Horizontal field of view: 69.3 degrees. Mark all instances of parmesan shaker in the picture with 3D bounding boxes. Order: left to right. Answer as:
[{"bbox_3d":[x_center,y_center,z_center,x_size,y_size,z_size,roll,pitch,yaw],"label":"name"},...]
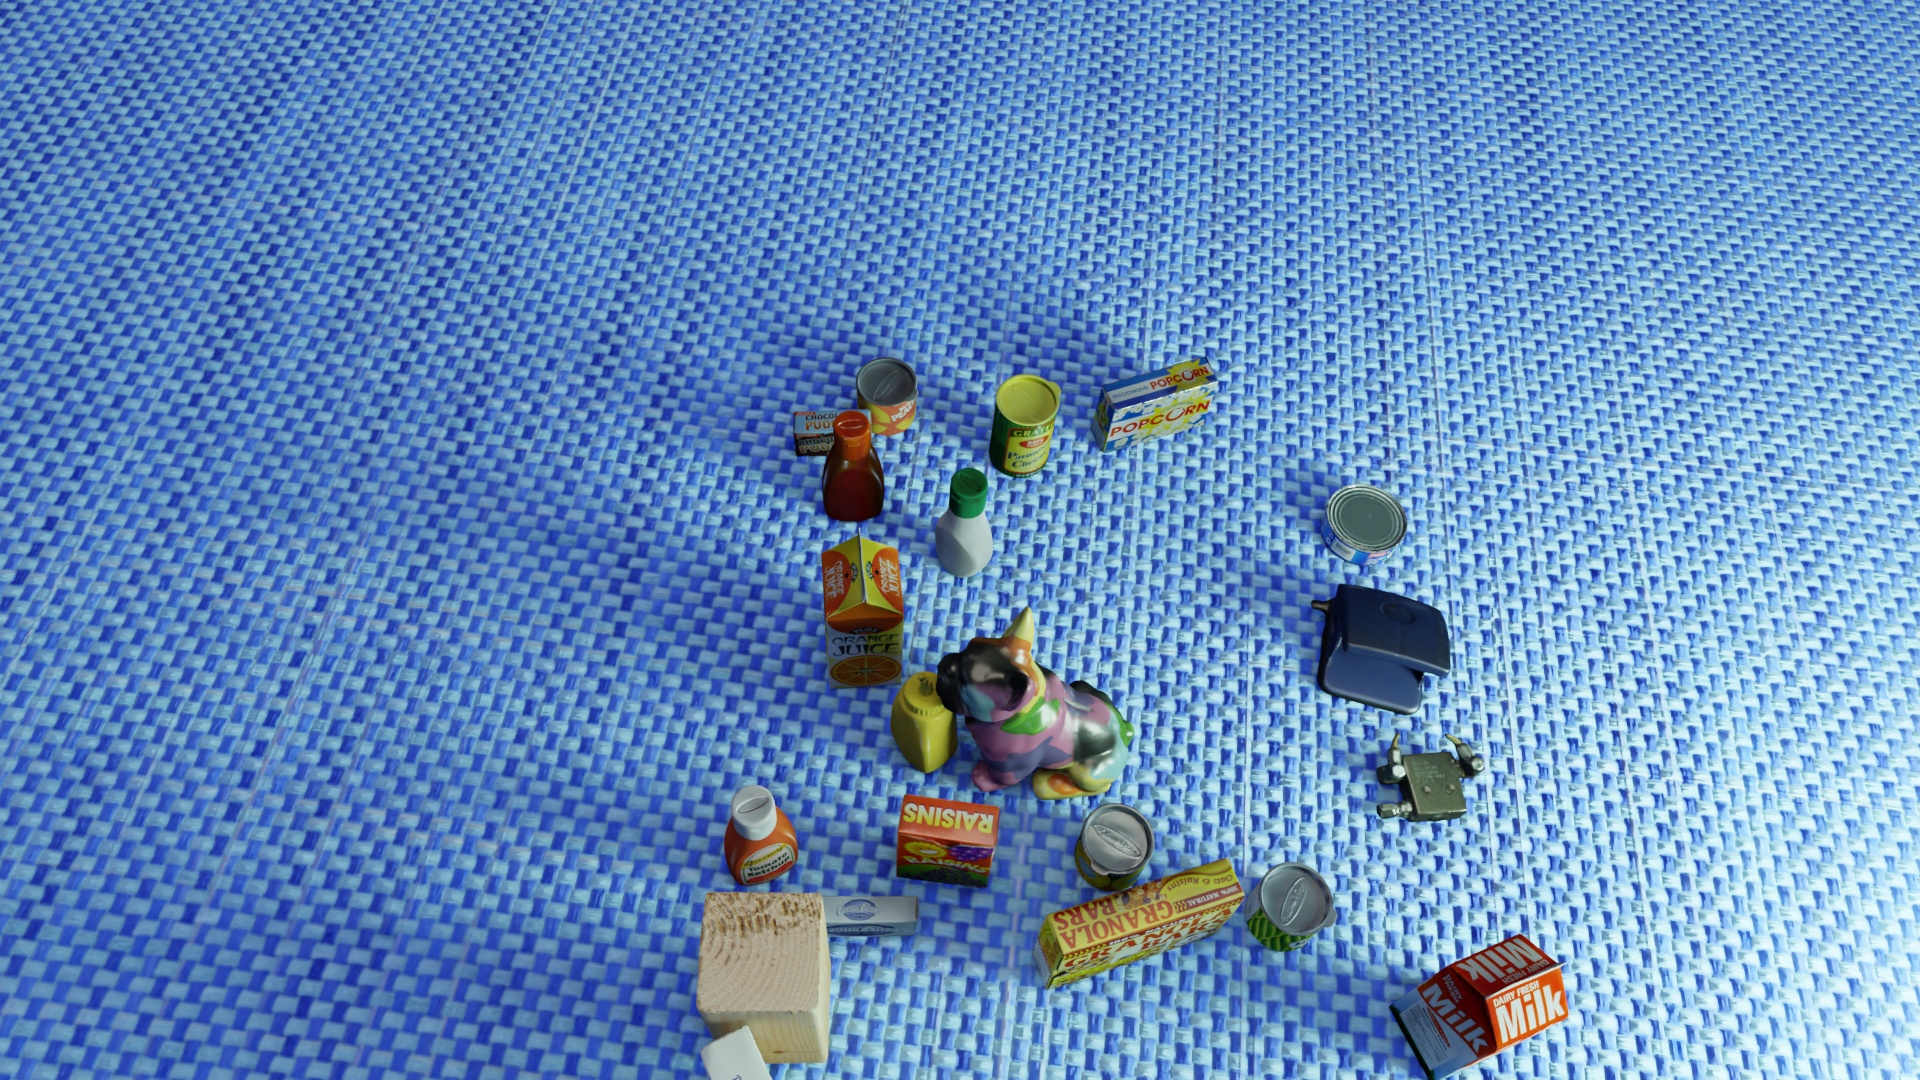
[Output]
[{"bbox_3d":[0.069,-0.121,1.479,0.071,0.102,0.071,2,59,-3],"label":"parmesan shaker"}]

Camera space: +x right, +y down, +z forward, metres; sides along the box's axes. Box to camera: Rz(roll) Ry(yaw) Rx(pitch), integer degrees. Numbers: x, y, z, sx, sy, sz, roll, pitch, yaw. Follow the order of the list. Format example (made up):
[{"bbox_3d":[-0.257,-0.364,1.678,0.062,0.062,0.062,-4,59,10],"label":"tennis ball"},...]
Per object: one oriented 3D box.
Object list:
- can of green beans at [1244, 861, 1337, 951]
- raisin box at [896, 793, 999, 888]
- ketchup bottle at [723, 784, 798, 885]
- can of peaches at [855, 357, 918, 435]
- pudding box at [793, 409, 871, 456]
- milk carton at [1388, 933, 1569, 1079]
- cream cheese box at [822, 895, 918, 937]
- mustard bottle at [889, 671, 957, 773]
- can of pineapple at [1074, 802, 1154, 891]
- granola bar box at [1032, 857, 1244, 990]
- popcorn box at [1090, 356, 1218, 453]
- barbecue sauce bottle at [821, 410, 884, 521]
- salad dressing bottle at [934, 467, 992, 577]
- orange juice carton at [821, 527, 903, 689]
[{"bbox_3d":[0.294,0.329,1.246,0.071,0.057,0.071,2,59,-3],"label":"can of green beans"},{"bbox_3d":[-0.013,0.267,1.226,0.086,0.122,0.040,8,59,1],"label":"raisin box"},{"bbox_3d":[-0.176,0.255,1.208,0.065,0.148,0.044,-21,63,-15],"label":"ketchup bottle"},{"bbox_3d":[-0.079,-0.155,1.517,0.071,0.057,0.071,2,59,-3],"label":"can of peaches"},{"bbox_3d":[-0.137,-0.116,1.494,0.084,0.049,0.030,-1,59,-5],"label":"pudding box"},{"bbox_3d":[0.431,0.383,1.145,0.072,0.189,0.074,-18,62,-14],"label":"milk carton"},{"bbox_3d":[-0.089,0.331,1.223,0.104,0.053,0.024,1,59,-3],"label":"cream cheese box"},{"bbox_3d":[-0.032,0.158,1.269,0.049,0.159,0.065,-34,67,-21],"label":"mustard bottle"},{"bbox_3d":[0.138,0.281,1.265,0.071,0.057,0.071,2,59,-3],"label":"can of pineapple"},{"bbox_3d":[0.151,0.332,1.196,0.166,0.123,0.039,-14,61,-12],"label":"granola bar box"},{"bbox_3d":[0.210,-0.147,1.515,0.127,0.084,0.038,-17,62,-13],"label":"popcorn box"},{"bbox_3d":[-0.110,-0.074,1.413,0.065,0.147,0.044,-4,59,-6],"label":"barbecue sauce bottle"},{"bbox_3d":[0.005,-0.017,1.386,0.064,0.147,0.044,41,65,19],"label":"salad dressing bottle"},{"bbox_3d":[-0.092,0.066,1.303,0.073,0.191,0.072,-3,59,-6],"label":"orange juice carton"}]
